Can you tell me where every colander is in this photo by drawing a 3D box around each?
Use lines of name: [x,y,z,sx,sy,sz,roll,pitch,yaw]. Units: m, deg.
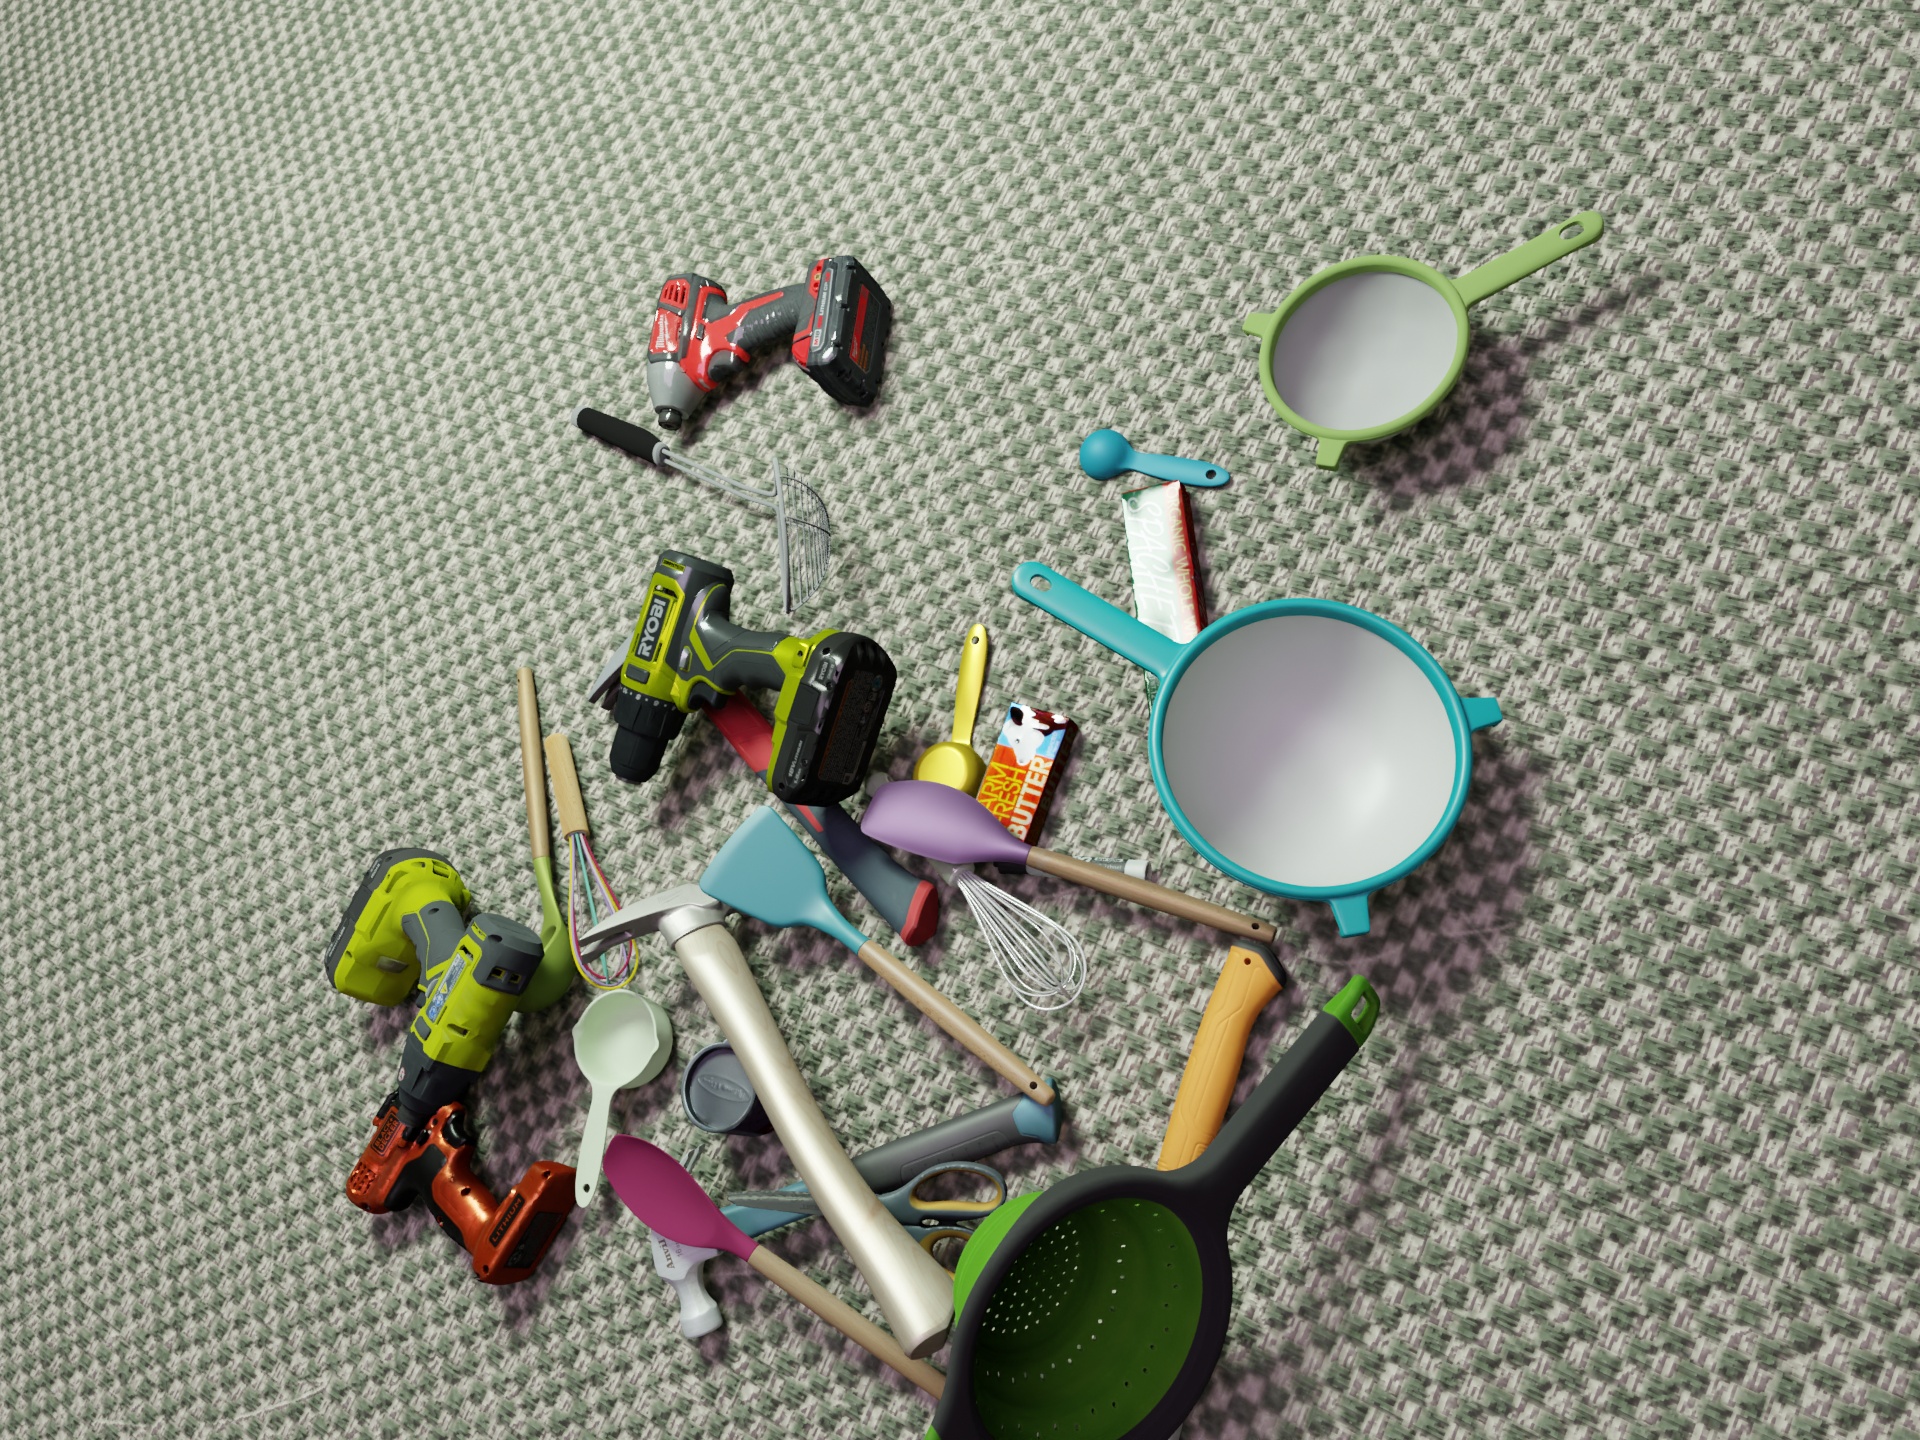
colander: [0.117,0.306,1.013,0.397,0.204,0.094,-46,27,-15]

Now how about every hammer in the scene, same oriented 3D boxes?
hammer: [0.139,0.308,1.076,0.127,0.034,0.337,17,81,26]
hammer: [-0.076,0.335,1.151,0.331,0.033,0.128,-23,83,12]
hammer: [-0.131,0.271,1.124,0.146,0.038,0.411,-19,49,-24]
hammer: [-0.157,0.049,1.286,0.143,0.038,0.387,-46,62,5]

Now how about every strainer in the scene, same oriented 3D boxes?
strainer: [0.180,-0.003,1.102,0.340,0.095,0.211,32,74,16]
strainer: [0.346,-0.284,1.159,0.256,0.069,0.152,-28,62,12]

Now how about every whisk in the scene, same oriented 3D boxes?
whisk: [0.005,0.121,1.183,0.059,0.057,0.247,-47,60,3]
whisk: [-0.315,0.116,1.336,0.047,0.051,0.245,-17,61,-5]

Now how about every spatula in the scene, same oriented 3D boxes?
spatula: [-0.057,0.180,1.162,0.318,0.044,0.082,34,80,28]
spatula: [0.075,0.104,1.149,0.316,0.018,0.060,17,67,20]

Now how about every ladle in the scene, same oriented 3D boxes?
ladle: [-0.371,0.094,1.356,0.078,0.062,0.320,-40,53,43]

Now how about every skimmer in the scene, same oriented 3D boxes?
skimmer: [-0.241,-0.202,1.374,0.364,0.127,0.090,28,44,33]

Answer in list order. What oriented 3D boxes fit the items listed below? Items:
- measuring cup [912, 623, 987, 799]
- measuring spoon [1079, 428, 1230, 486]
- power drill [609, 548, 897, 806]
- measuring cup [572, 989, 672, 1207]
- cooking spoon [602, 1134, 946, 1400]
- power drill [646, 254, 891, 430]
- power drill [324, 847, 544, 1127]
measuring cup: [-0.002,-0.004,1.239,0.062,0.029,0.156,4,78,24]
measuring spoon: [0.149,-0.204,1.244,0.129,0.021,0.042,16,81,28]
power drill: [-0.177,-0.015,1.249,0.229,0.080,0.190,21,95,31]
measuring cup: [-0.272,0.298,1.256,0.083,0.038,0.168,4,77,24]
cooking spoon: [-0.126,0.394,1.130,0.319,0.017,0.068,31,115,14]
power drill: [-0.180,-0.329,1.400,0.220,0.078,0.143,1,74,27]
power drill: [-0.433,0.209,1.286,0.223,0.080,0.171,28,89,50]
